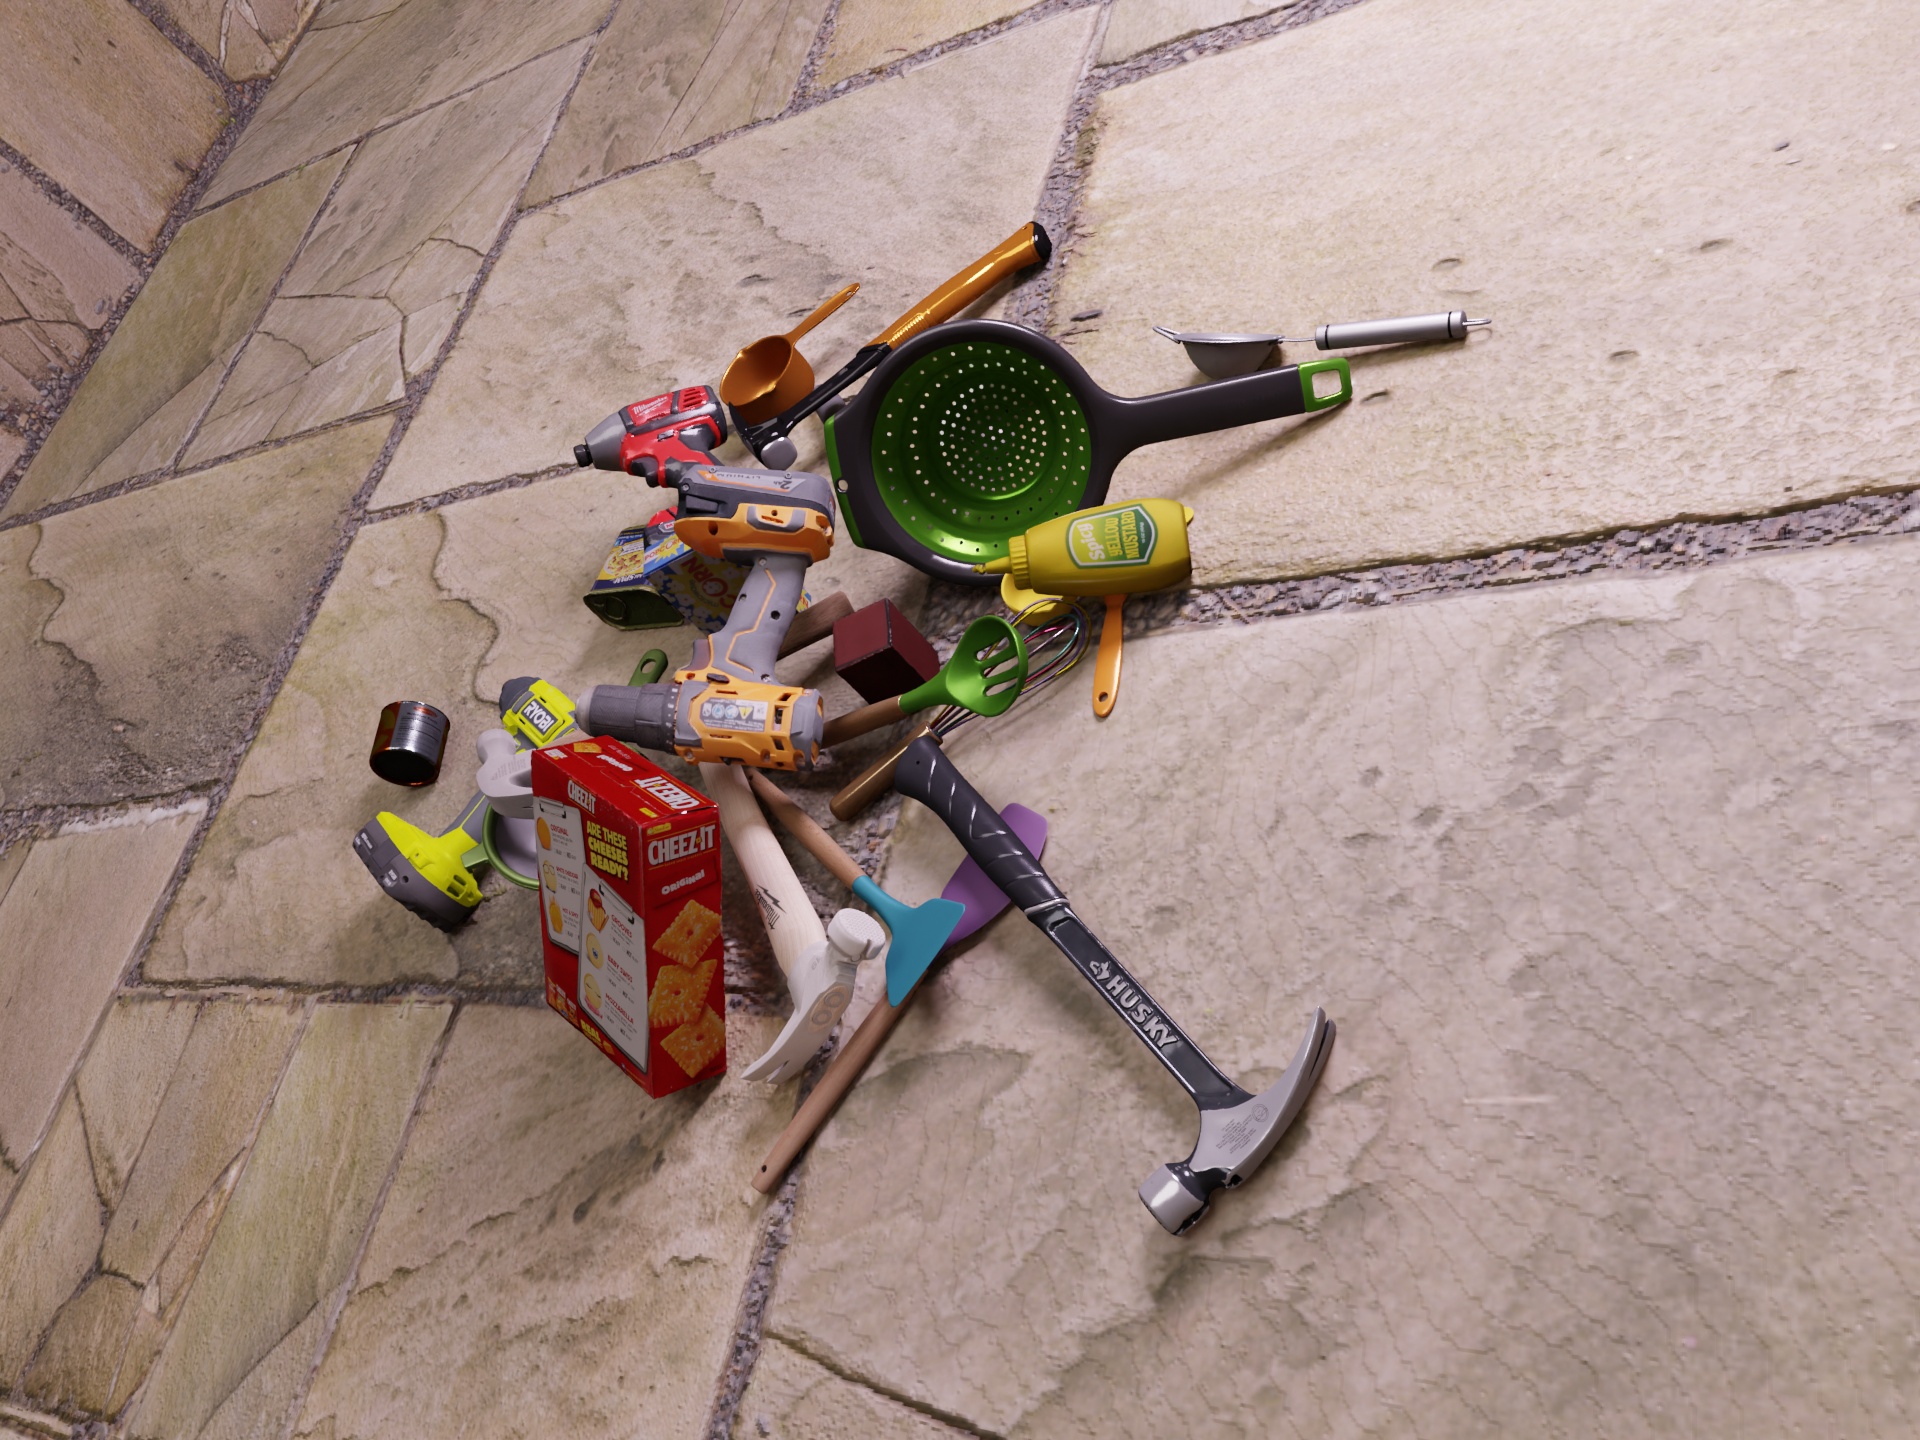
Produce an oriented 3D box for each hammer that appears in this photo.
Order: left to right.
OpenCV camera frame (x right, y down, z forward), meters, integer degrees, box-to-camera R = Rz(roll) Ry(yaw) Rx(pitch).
[{"bbox_3d":[-0.234,-0.017,1.283,0.331,0.031,0.130,-27,37,-4],"label":"hammer"},{"bbox_3d":[-0.169,0.090,1.220,0.146,0.038,0.411,-56,37,19],"label":"hammer"},{"bbox_3d":[-0.061,-0.350,1.454,0.337,0.034,0.127,-36,37,-3],"label":"hammer"},{"bbox_3d":[0.070,0.129,1.021,0.149,0.036,0.409,-43,47,0],"label":"hammer"}]

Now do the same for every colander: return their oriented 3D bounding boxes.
[{"bbox_3d":[0.099,-0.228,1.233,0.397,0.204,0.094,-10,17,12],"label":"colander"}]

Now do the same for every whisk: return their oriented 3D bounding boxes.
[{"bbox_3d":[-0.095,-0.251,1.431,0.055,0.055,0.239,-38,40,7],"label":"whisk"},{"bbox_3d":[0.000,-0.002,1.182,0.245,0.047,0.051,-40,44,12],"label":"whisk"}]

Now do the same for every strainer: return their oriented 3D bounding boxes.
[{"bbox_3d":[-0.296,0.052,1.339,0.151,0.069,0.257,8,51,15],"label":"strainer"},{"bbox_3d":[0.265,-0.284,1.191,0.258,0.050,0.087,2,17,31],"label":"strainer"}]

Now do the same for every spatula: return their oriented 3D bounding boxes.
[{"bbox_3d":[-0.092,0.102,1.166,0.082,0.044,0.318,-55,42,1],"label":"spatula"},{"bbox_3d":[-0.041,0.188,1.084,0.060,0.018,0.316,28,77,46],"label":"spatula"}]

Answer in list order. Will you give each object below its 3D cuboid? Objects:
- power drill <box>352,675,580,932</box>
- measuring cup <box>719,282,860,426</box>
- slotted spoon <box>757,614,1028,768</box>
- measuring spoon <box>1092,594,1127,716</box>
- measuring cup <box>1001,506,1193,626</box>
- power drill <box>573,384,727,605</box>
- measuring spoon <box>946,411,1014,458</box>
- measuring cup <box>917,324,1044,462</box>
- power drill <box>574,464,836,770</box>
[{"bbox_3d":[-0.427,0.064,1.425,0.223,0.080,0.171,-48,44,-9],"label":"power drill"},{"bbox_3d":[-0.152,-0.351,1.542,0.173,0.052,0.095,-40,44,3],"label":"measuring cup"},{"bbox_3d":[-0.058,-0.008,1.188,0.314,0.031,0.070,-21,77,43],"label":"slotted spoon"},{"bbox_3d":[0.107,-0.054,1.157,0.021,0.011,0.117,-11,53,30],"label":"measuring spoon"},{"bbox_3d":[0.106,-0.118,1.203,0.156,0.029,0.062,-25,54,4],"label":"measuring cup"},{"bbox_3d":[-0.258,-0.211,1.436,0.143,0.078,0.220,-20,52,-13],"label":"power drill"},{"bbox_3d":[0.000,-0.256,1.381,0.034,0.018,0.124,-52,44,-7],"label":"measuring spoon"},{"bbox_3d":[0.017,-0.265,1.351,0.083,0.038,0.168,14,63,43],"label":"measuring cup"},{"bbox_3d":[-0.189,-0.077,1.215,0.185,0.084,0.226,5,76,3],"label":"power drill"}]
